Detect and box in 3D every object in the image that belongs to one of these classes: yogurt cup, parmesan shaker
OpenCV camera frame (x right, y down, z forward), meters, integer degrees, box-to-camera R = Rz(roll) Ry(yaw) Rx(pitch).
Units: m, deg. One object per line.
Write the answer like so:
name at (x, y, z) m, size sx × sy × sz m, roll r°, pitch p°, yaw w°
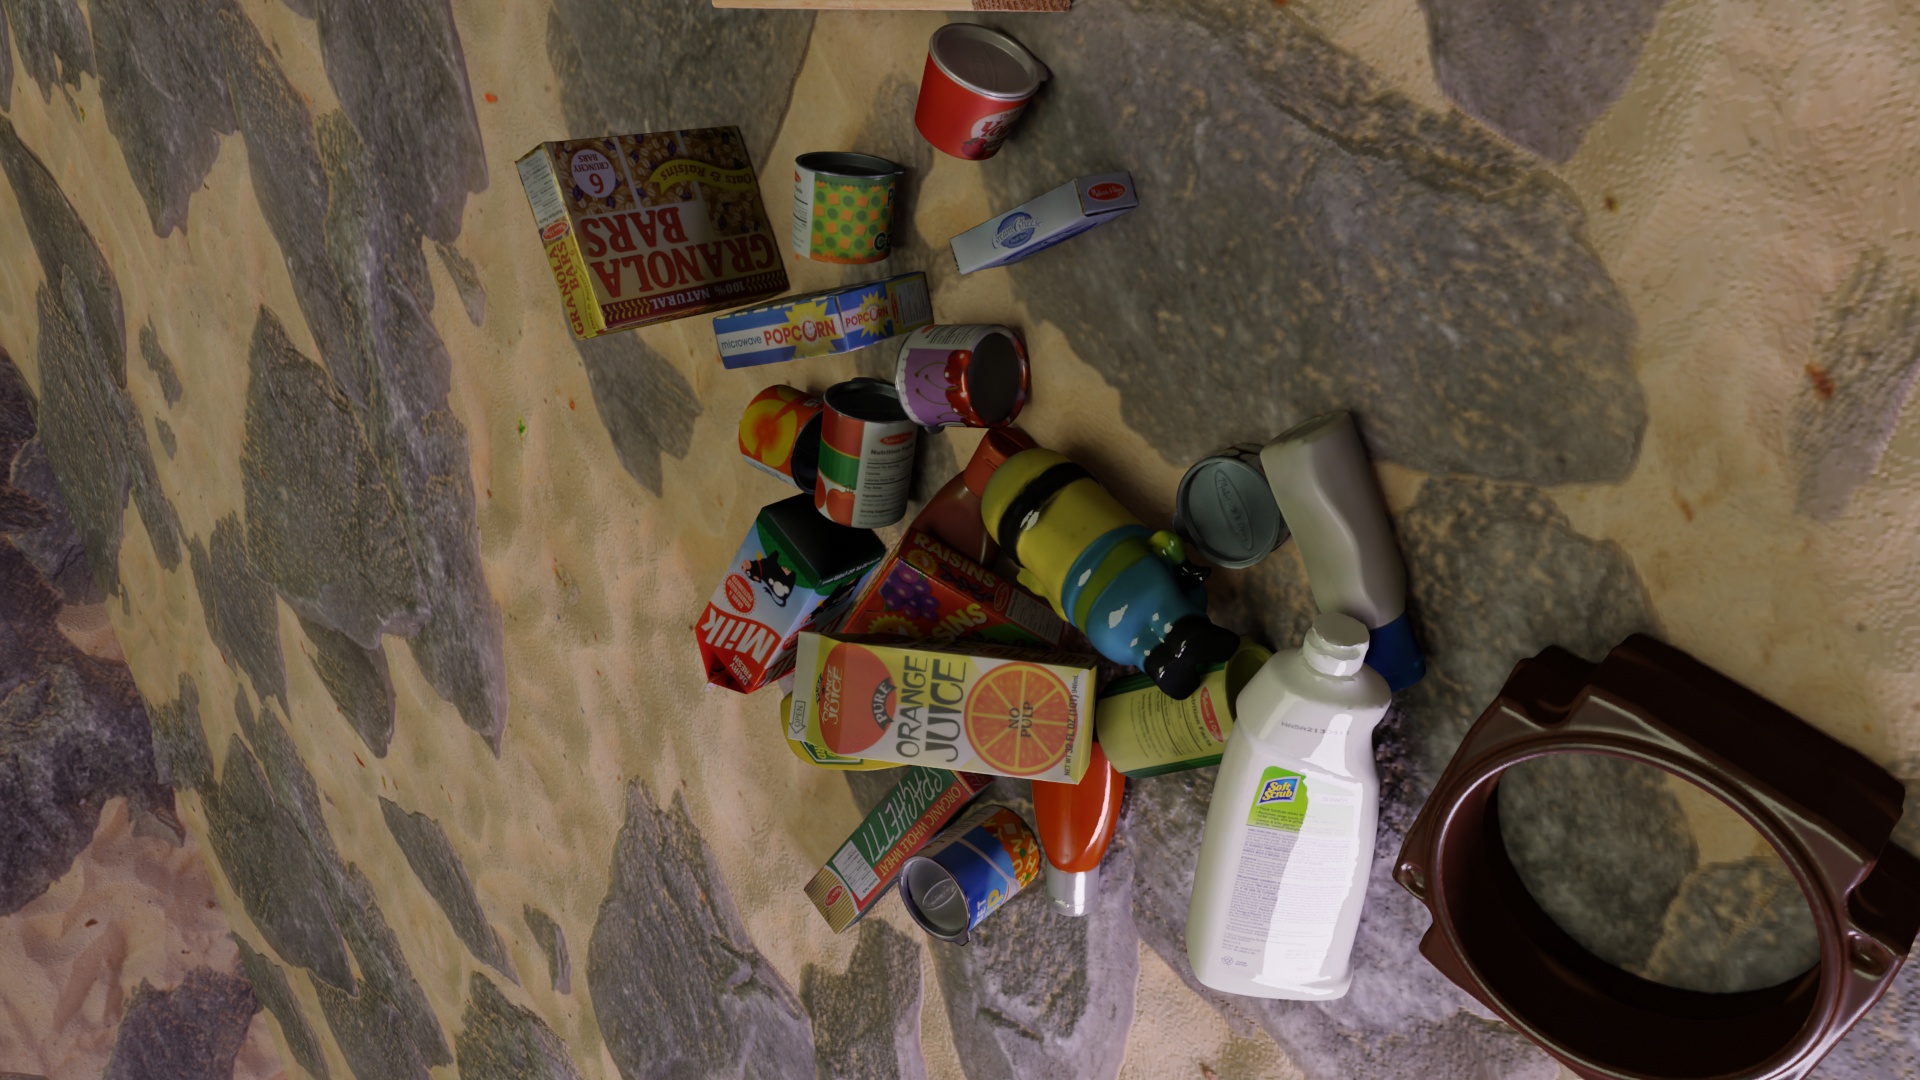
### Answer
yogurt cup at (0.007, -0.261, 0.814) m, size 0.072 × 0.073 × 0.053 m, roll 47°, pitch 140°, yaw 17°
parmesan shaker at (0.140, 0.102, 0.838) m, size 0.103 × 0.071 × 0.071 m, roll -22°, pitch 92°, yaw 45°

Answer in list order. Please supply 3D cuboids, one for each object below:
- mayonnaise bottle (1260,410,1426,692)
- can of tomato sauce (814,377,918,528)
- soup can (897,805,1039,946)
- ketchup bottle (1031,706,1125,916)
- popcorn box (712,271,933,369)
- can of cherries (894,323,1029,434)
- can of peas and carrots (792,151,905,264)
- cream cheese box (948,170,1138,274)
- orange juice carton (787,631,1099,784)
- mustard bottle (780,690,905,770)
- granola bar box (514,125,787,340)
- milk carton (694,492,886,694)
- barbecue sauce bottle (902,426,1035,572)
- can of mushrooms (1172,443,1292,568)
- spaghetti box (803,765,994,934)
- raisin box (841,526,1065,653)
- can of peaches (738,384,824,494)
mayonnaise bottle at (0.208, 0.009, 0.743) m, size 0.041 × 0.065 × 0.148 m, roll -14°, pitch 101°, yaw 43°
can of tomato sauce at (-0.066, -0.060, 0.957) m, size 0.071 × 0.071 × 0.082 m, roll 29°, pitch 125°, yaw 31°
soup can at (0.008, 0.240, 0.998) m, size 0.071 × 0.084 × 0.071 m, roll 18°, pitch 118°, yaw 36°
ketchup bottle at (0.078, 0.184, 0.941) m, size 0.065 × 0.044 × 0.148 m, roll 15°, pitch 117°, yaw 29°
popcorn box at (-0.093, -0.147, 0.933) m, size 0.126 × 0.085 × 0.038 m, roll -1°, pitch 107°, yaw 42°
can of cherries at (0.002, -0.102, 0.880) m, size 0.058 × 0.072 × 0.071 m, roll 6°, pitch 111°, yaw 39°
can of peas and carrots at (-0.073, -0.216, 0.903) m, size 0.071 × 0.071 × 0.058 m, roll 26°, pitch 123°, yaw 32°
cream cheese box at (0.048, -0.185, 0.813) m, size 0.103 × 0.053 × 0.024 m, roll -15°, pitch 95°, yaw 44°
orange juice carton at (-0.013, 0.101, 0.872) m, size 0.193 × 0.073 × 0.071 m, roll 5°, pitch 92°, yaw 11°
mustard bottle at (-0.062, 0.133, 0.999) m, size 0.160 × 0.049 × 0.065 m, roll -3°, pitch 107°, yaw 42°
granola bar box at (-0.205, -0.214, 0.950) m, size 0.039 × 0.166 × 0.124 m, roll -11°, pitch 99°, yaw 43°
milk carton at (-0.139, 0.050, 1.063) m, size 0.073 × 0.072 × 0.189 m, roll 49°, pitch 132°, yaw 15°
barbecue sauce bottle at (0.003, -0.012, 0.930) m, size 0.065 × 0.044 × 0.147 m, roll 38°, pitch 129°, yaw 9°
can of mushrooms at (0.158, -0.020, 0.795) m, size 0.071 × 0.033 × 0.070 m, roll 17°, pitch 118°, yaw 36°
spaghetti box at (-0.053, 0.234, 1.090) m, size 0.050 × 0.029 × 0.248 m, roll 51°, pitch 133°, yaw 15°
raisin box at (-0.004, 0.057, 0.927) m, size 0.123 × 0.040 × 0.085 m, roll 31°, pitch 128°, yaw -7°
can of peaches at (-0.116, -0.076, 0.997) m, size 0.058 × 0.071 × 0.071 m, roll 24°, pitch 122°, yaw 34°
